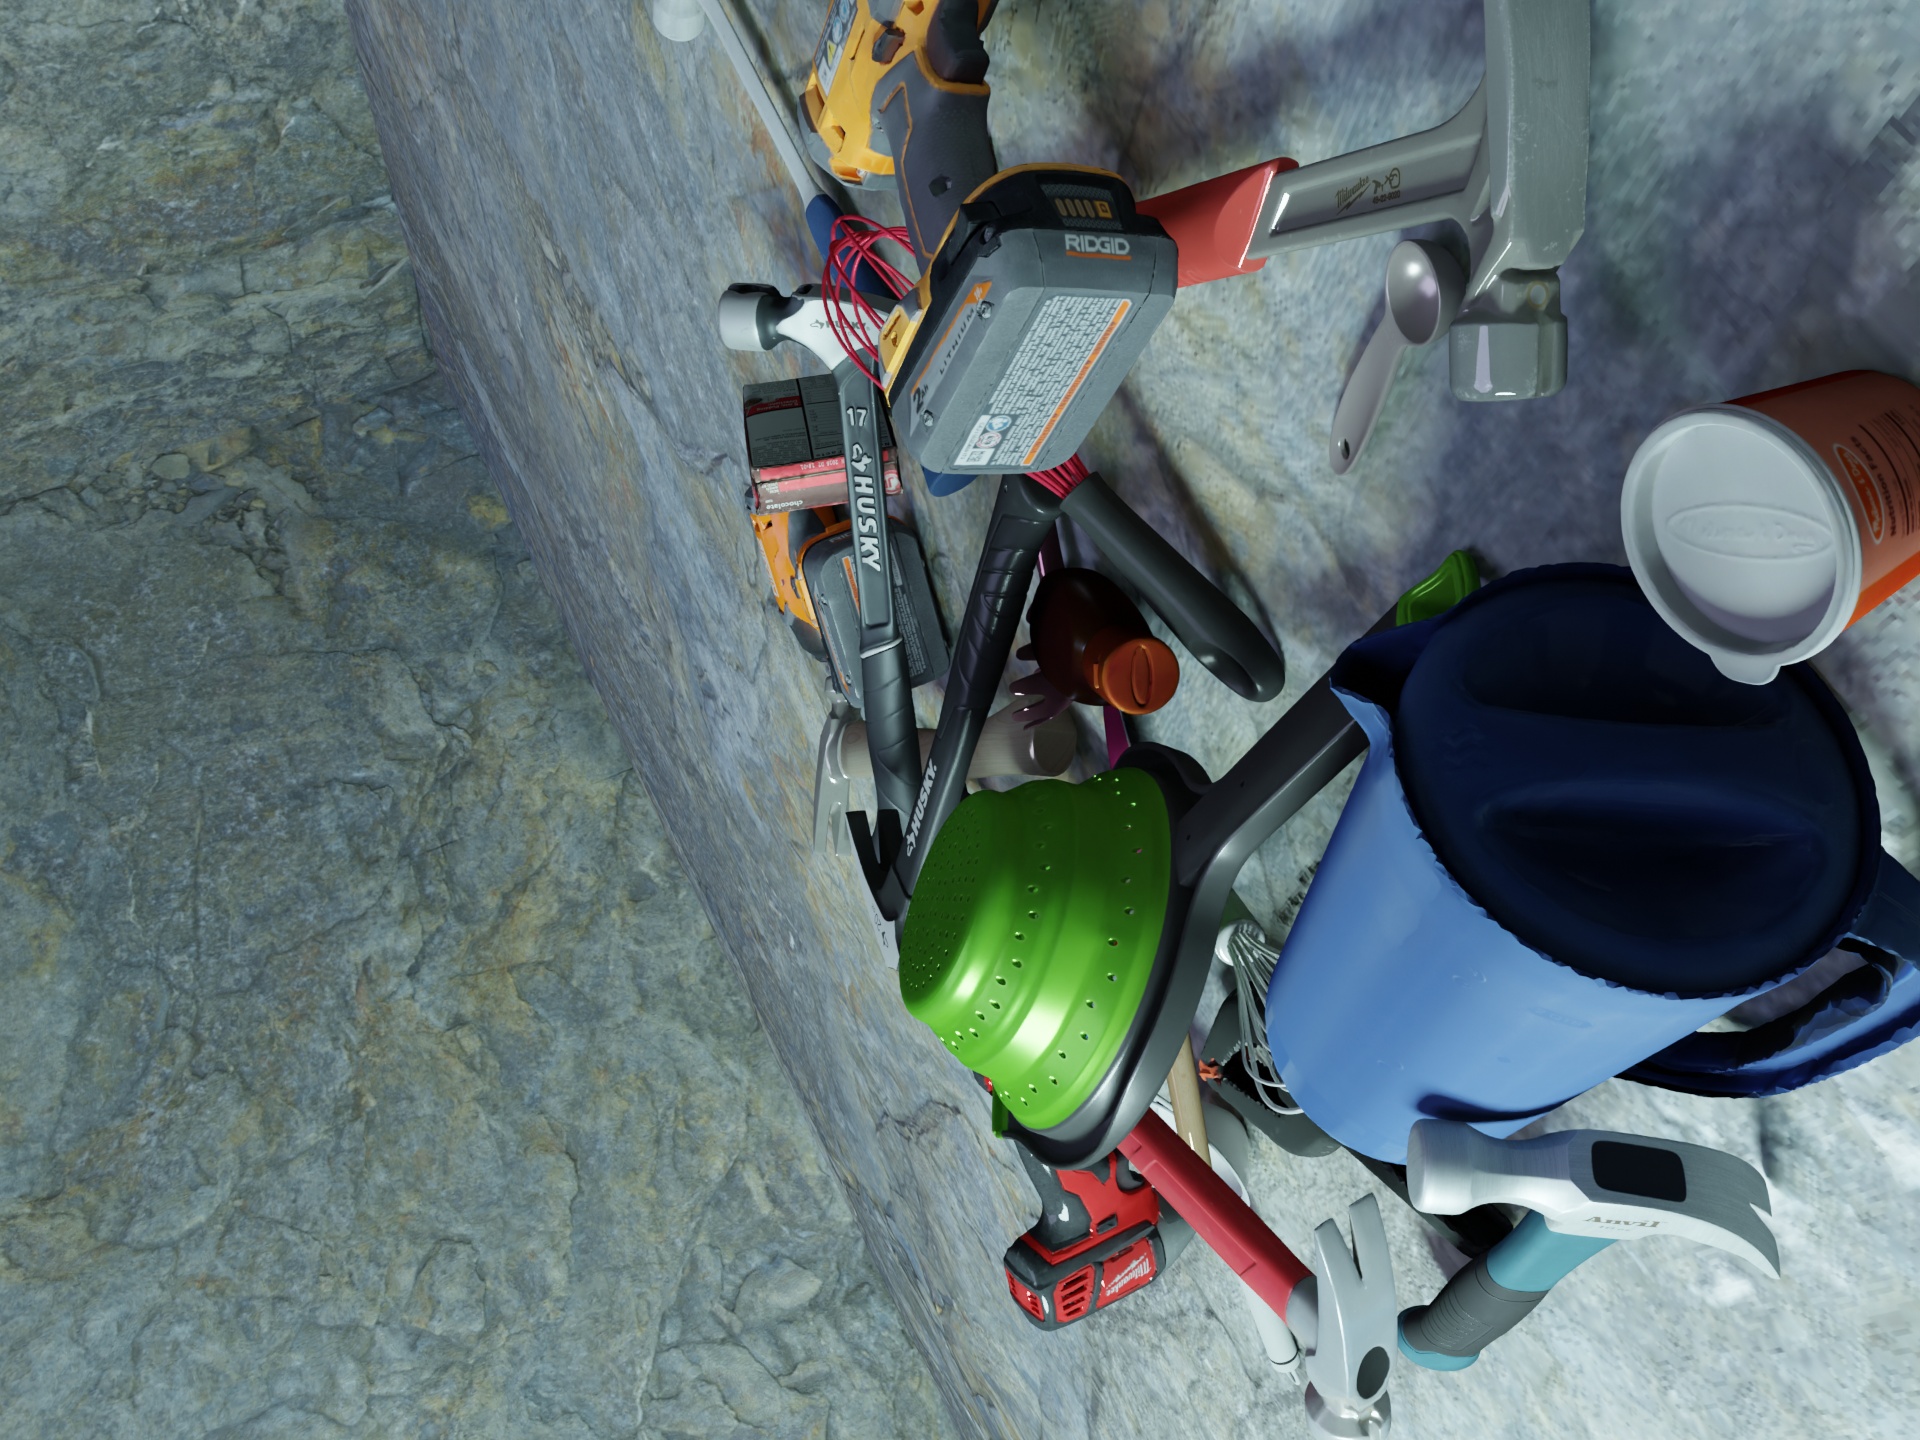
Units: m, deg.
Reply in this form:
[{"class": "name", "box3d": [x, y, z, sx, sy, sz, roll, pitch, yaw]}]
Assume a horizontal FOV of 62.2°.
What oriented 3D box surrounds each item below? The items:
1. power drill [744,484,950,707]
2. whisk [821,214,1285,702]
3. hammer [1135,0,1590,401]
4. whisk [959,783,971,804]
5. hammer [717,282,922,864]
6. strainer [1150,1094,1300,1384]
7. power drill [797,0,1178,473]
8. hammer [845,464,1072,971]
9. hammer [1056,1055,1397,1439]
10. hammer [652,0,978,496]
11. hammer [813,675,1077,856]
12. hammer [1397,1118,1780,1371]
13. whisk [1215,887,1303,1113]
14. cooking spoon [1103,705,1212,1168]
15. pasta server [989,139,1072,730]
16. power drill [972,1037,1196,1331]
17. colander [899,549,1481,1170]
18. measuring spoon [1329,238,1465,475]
[{"class": "power drill", "box3d": [-0.085, -0.086, 1.151, 0.227, 0.084, 0.164, -141, 32, -63]}, {"class": "whisk", "box3d": [0.040, -0.118, 0.719, 0.296, 0.073, 0.073, 47, 159, 5]}, {"class": "hammer", "box3d": [0.092, -0.189, 0.580, 0.359, 0.036, 0.149, -155, 58, -67]}, {"class": "whisk", "box3d": [0.025, 0.086, 1.087, 0.285, 0.070, 0.070, -136, 28, -59]}, {"class": "hammer", "box3d": [-0.044, -0.062, 0.953, 0.036, 0.149, 0.408, -65, -23, -49]}, {"class": "strainer", "box3d": [0.170, 0.312, 0.973, 0.087, 0.050, 0.258, 17, 134, 58]}, {"class": "power drill", "box3d": [0.007, -0.233, 0.611, 0.185, 0.084, 0.226, -54, 47, 53]}, {"class": "hammer", "box3d": [-0.001, -0.003, 0.858, 0.146, 0.035, 0.334, -118, 34, -45]}, {"class": "hammer", "box3d": [0.078, 0.189, 0.817, 0.387, 0.038, 0.143, 38, 145, 51]}, {"class": "hammer", "box3d": [-0.090, -0.319, 0.952, 0.406, 0.035, 0.144, 63, 162, 11]}, {"class": "hammer", "box3d": [-0.025, 0.032, 1.118, 0.411, 0.038, 0.146, 176, 100, -67]}, {"class": "hammer", "box3d": [0.222, 0.223, 0.641, 0.330, 0.128, 0.033, 81, -166, -60]}, {"class": "whisk", "box3d": [0.133, 0.109, 0.746, 0.057, 0.059, 0.246, 40, -172, -17]}, {"class": "cooking spoon", "box3d": [0.109, 0.126, 0.874, 0.069, 0.017, 0.319, -77, -24, -79]}, {"class": "pasta server", "box3d": [0.029, -0.139, 0.832, 0.060, 0.040, 0.316, -60, -37, -57]}, {"class": "power drill", "box3d": [0.085, 0.267, 1.016, 0.079, 0.143, 0.219, 18, 123, 62]}, {"class": "colander", "box3d": [0.066, 0.051, 0.684, 0.397, 0.094, 0.205, 126, 158, -46]}, {"class": "measuring spoon", "box3d": [0.151, -0.122, 0.556, 0.124, 0.018, 0.034, 95, 158, -67]}]
